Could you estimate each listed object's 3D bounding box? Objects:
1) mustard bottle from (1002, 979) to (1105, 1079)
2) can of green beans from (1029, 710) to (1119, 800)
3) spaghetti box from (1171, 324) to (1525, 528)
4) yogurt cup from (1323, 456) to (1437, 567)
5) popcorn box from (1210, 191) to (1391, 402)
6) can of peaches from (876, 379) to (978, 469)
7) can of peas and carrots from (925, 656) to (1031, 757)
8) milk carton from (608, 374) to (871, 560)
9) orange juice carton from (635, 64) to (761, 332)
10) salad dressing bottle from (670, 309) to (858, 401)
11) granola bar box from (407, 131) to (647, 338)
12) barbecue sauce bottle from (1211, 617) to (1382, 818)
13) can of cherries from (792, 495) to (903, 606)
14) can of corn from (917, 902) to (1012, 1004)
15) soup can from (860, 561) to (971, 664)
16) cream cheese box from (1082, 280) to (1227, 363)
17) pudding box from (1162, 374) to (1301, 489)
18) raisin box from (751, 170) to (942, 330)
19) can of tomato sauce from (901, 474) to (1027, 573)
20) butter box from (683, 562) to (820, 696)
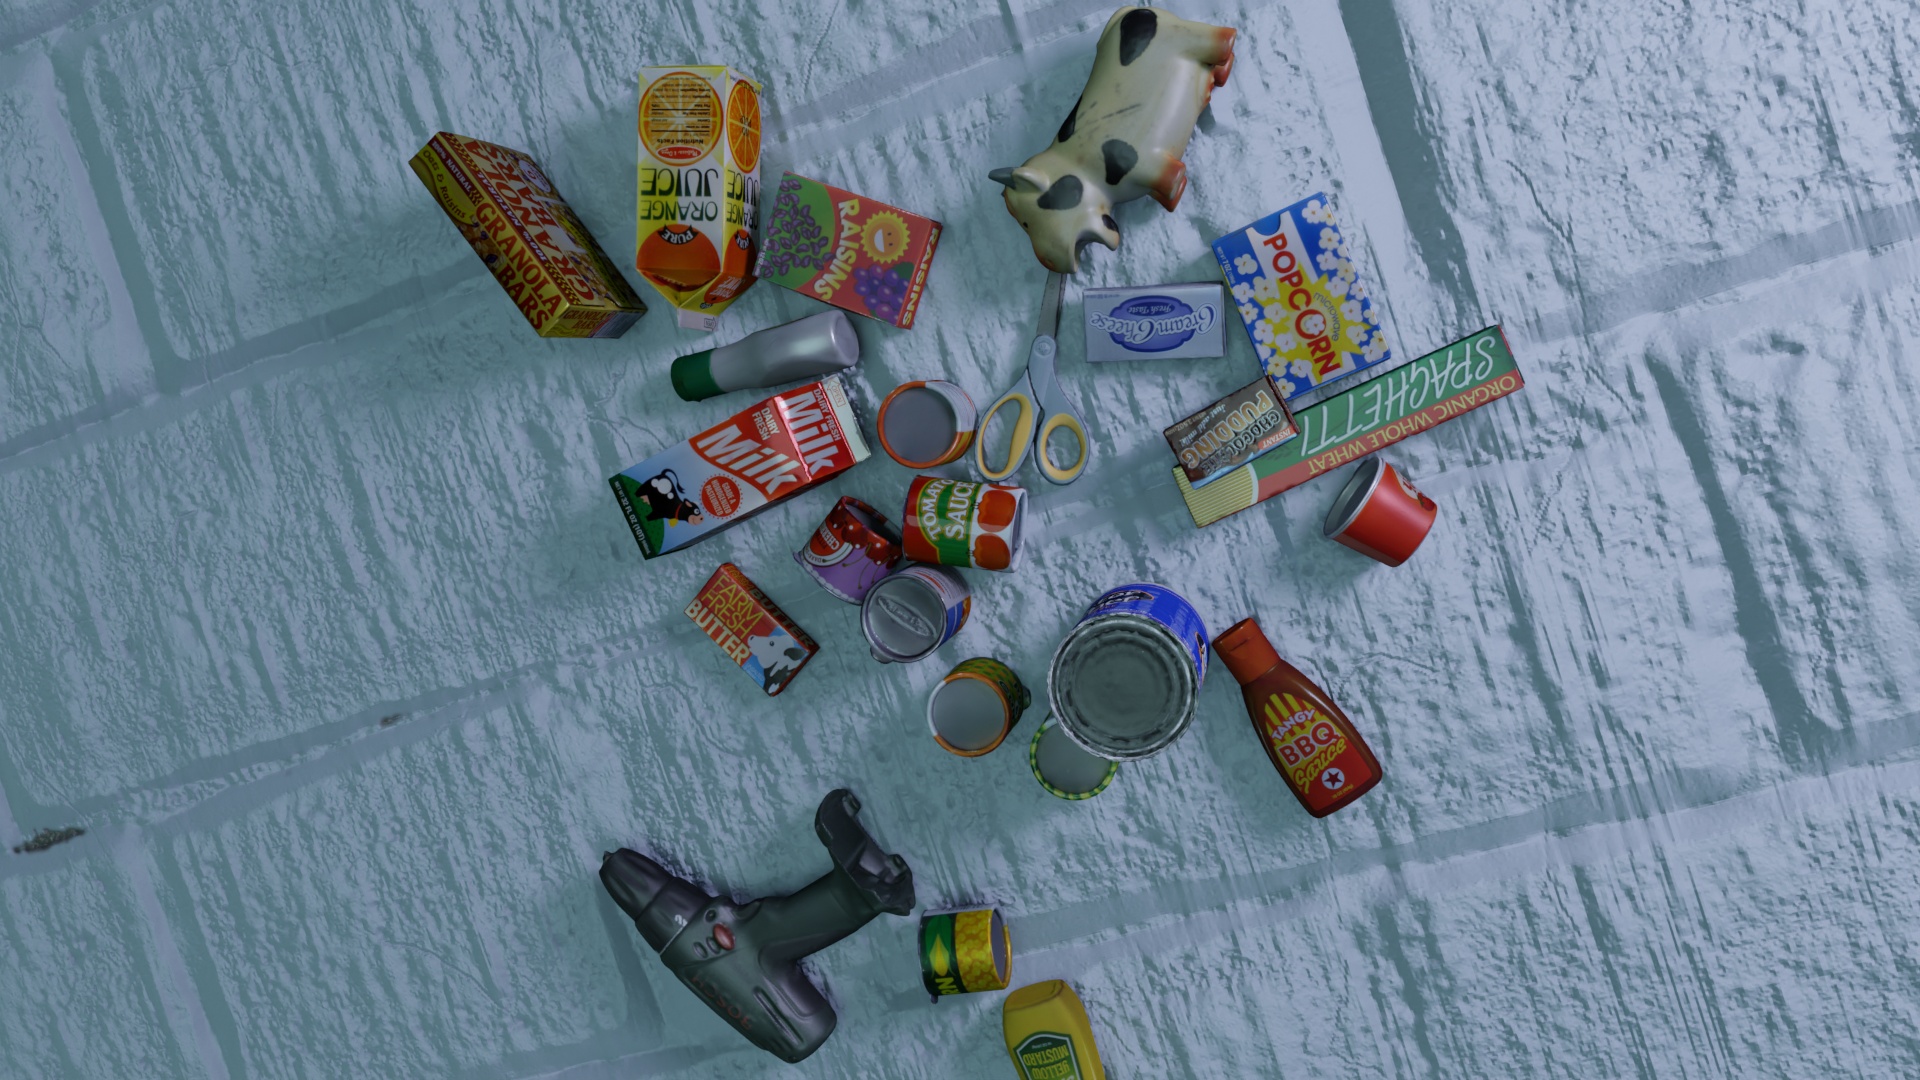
[{"bbox_3d":[0.084,0.426,1.082,0.065,0.049,0.160,-21,91,16],"label":"mustard bottle"},{"bbox_3d":[0.089,0.157,1.047,0.071,0.058,0.071,2,97,13],"label":"can of green beans"},{"bbox_3d":[0.274,-0.081,0.995,0.250,0.029,0.050,-24,91,14],"label":"spaghetti box"},{"bbox_3d":[0.298,-0.017,0.979,0.054,0.072,0.072,32,102,-1],"label":"yogurt cup"},{"bbox_3d":[0.242,-0.170,0.988,0.085,0.038,0.126,-23,91,15],"label":"popcorn box"},{"bbox_3d":[-0.026,-0.086,1.047,0.071,0.058,0.071,1,96,12],"label":"can of peaches"},{"bbox_3d":[0.014,0.127,1.061,0.071,0.059,0.071,2,97,13],"label":"can of peas and carrots"},{"bbox_3d":[-0.165,-0.057,1.074,0.190,0.073,0.072,-24,90,14],"label":"milk carton"},{"bbox_3d":[-0.199,-0.257,1.061,0.073,0.072,0.192,4,97,13],"label":"orange juice carton"},{"bbox_3d":[-0.153,-0.140,1.071,0.147,0.064,0.044,-11,86,21],"label":"salad dressing bottle"},{"bbox_3d":[-0.327,-0.231,1.066,0.039,0.124,0.165,-39,87,15],"label":"granola bar box"},{"bbox_3d":[0.241,0.126,1.017,0.065,0.044,0.148,-36,87,14],"label":"barbecue sauce bottle"},{"bbox_3d":[-0.083,0.007,1.064,0.071,0.071,0.058,40,103,6],"label":"can of cherries"},{"bbox_3d":[0.004,0.320,1.079,0.058,0.071,0.071,-10,94,13],"label":"can of corn"},{"bbox_3d":[-0.034,0.054,1.051,0.071,0.084,0.071,1,97,13],"label":"soup can"},{"bbox_3d":[0.141,-0.160,1.013,0.104,0.024,0.053,-1,111,13],"label":"cream cheese box"},{"bbox_3d":[0.191,-0.076,0.979,0.083,0.030,0.049,-28,89,21],"label":"pudding box"},{"bbox_3d":[-0.086,-0.220,1.057,0.123,0.040,0.086,21,99,11],"label":"raisin box"},{"bbox_3d":[0.004,-0.013,1.043,0.083,0.071,0.071,7,98,11],"label":"can of tomato sauce"},{"bbox_3d":[-0.168,0.071,1.114,0.103,0.024,0.053,43,104,5],"label":"butter box"}]
